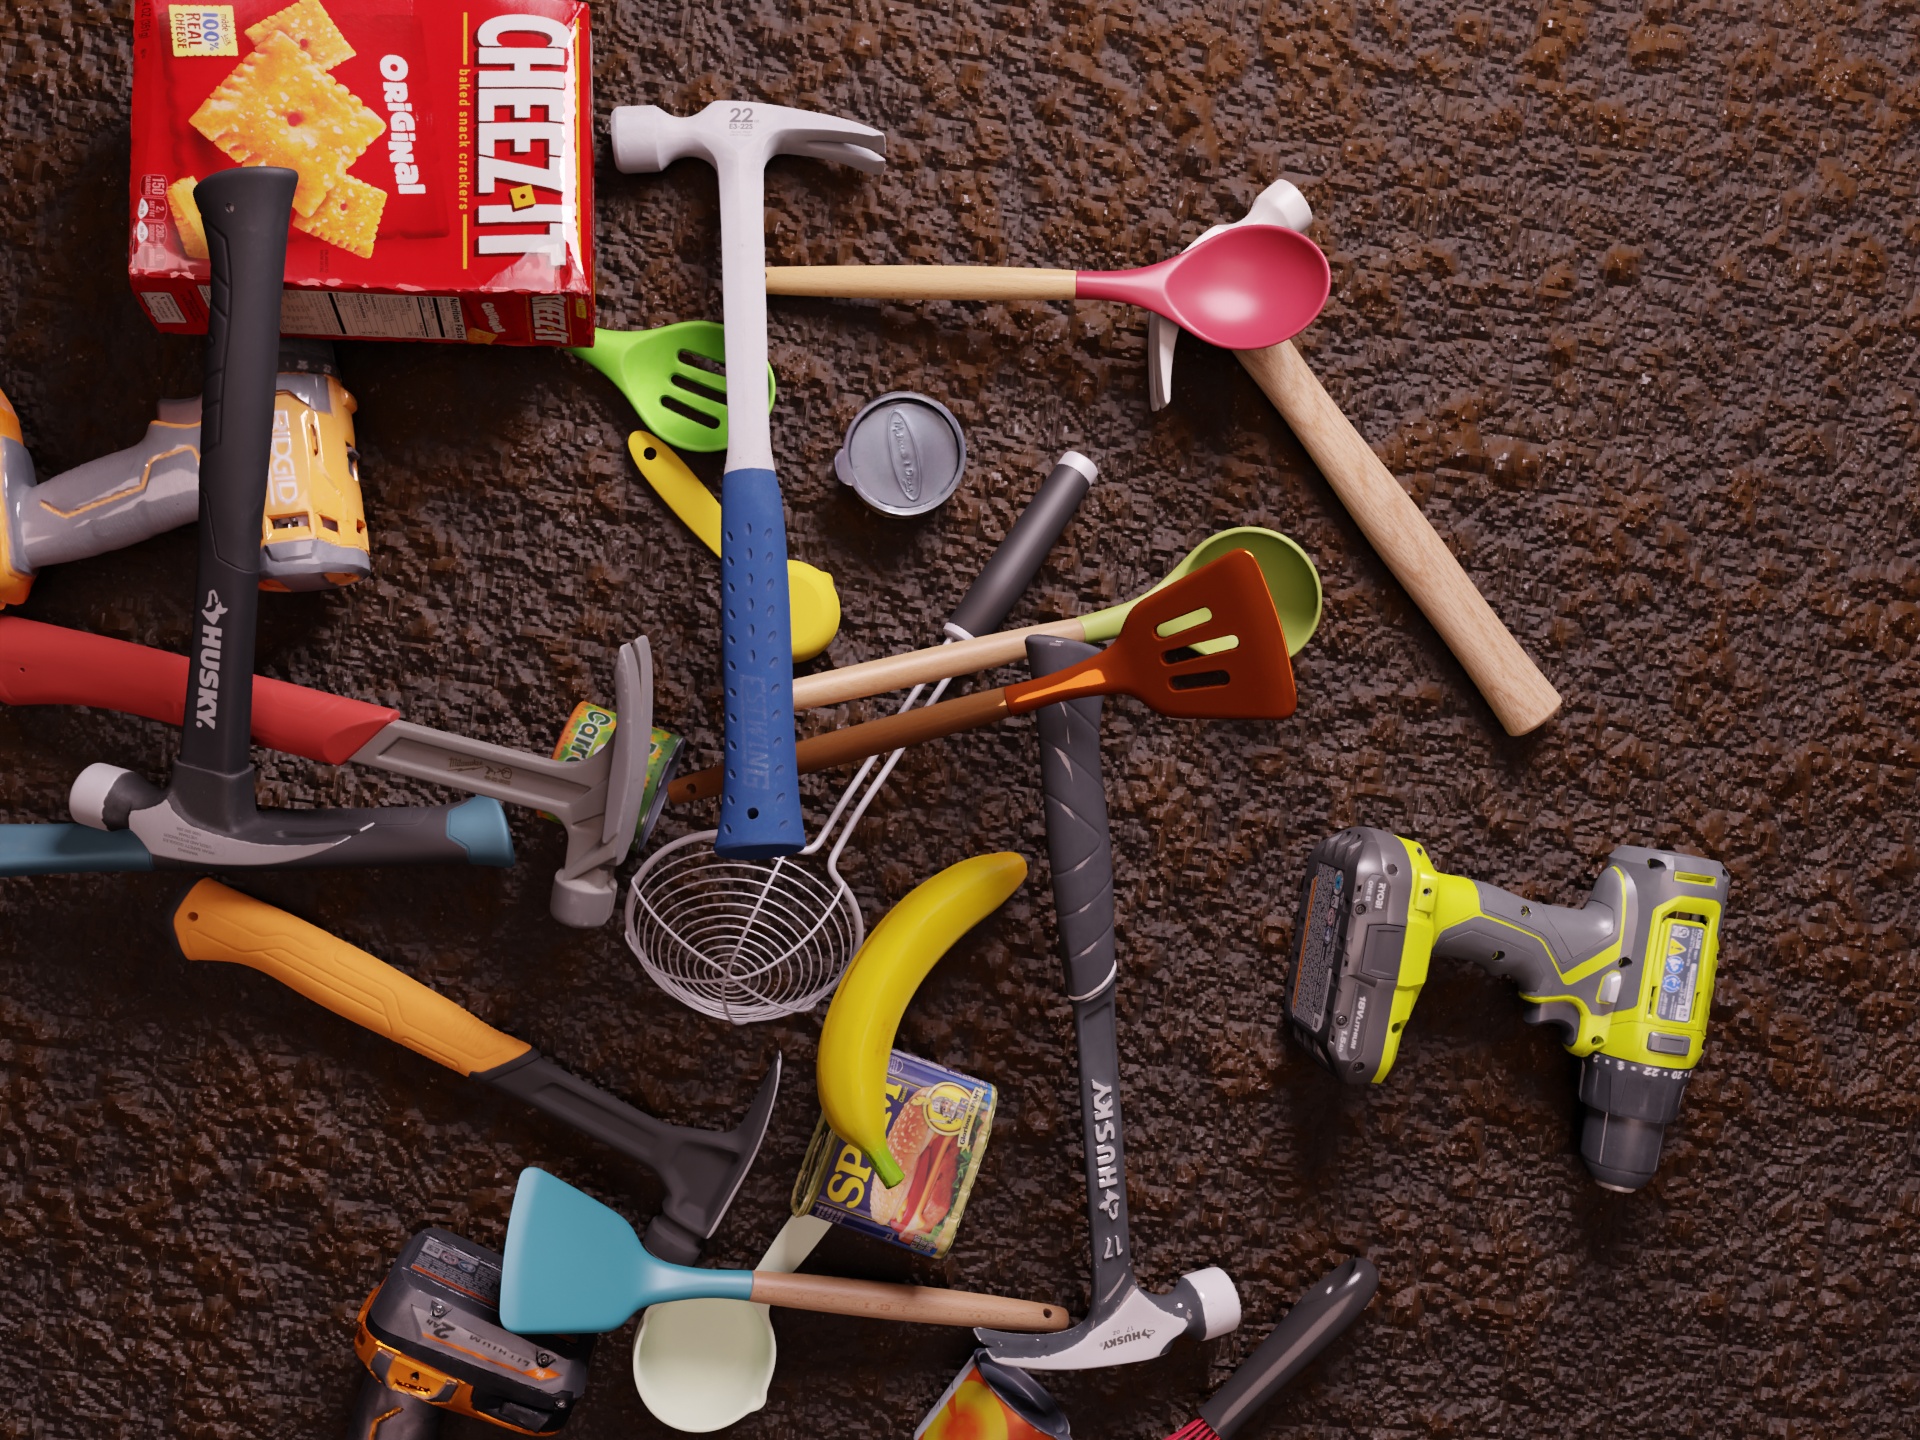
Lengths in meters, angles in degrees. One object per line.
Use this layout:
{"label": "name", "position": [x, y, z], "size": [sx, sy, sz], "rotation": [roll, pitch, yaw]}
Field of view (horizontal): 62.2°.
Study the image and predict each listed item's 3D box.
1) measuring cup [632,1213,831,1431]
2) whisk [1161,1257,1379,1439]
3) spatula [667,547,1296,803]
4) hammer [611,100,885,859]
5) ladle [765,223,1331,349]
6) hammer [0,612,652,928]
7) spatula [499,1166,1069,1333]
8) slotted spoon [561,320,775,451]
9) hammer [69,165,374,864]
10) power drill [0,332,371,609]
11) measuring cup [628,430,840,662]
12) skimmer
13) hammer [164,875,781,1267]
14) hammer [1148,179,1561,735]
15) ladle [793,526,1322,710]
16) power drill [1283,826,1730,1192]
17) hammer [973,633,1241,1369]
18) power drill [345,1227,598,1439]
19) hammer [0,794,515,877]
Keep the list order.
{"label": "measuring cup", "position": [-0.113, 0.310, 0.881], "size": [0.083, 0.038, 0.167], "rotation": [42, 72, -6]}
{"label": "whisk", "position": [0.127, 0.409, 0.888], "size": [0.296, 0.073, 0.073], "rotation": [-42, 95, -7]}
{"label": "spatula", "position": [-0.001, -0.002, 0.773], "size": [0.322, 0.041, 0.081], "rotation": [-15, 94, 15]}
{"label": "hammer", "position": [-0.100, -0.133, 0.796], "size": [0.144, 0.035, 0.406], "rotation": [-3, 74, -3]}
{"label": "ladle", "position": [0.036, -0.232, 0.849], "size": [0.315, 0.031, 0.069], "rotation": [2, 82, 5]}
{"label": "hammer", "position": [-0.332, -0.008, 0.803], "size": [0.359, 0.037, 0.149], "rotation": [14, 106, 7]}
{"label": "spatula", "position": [-0.084, 0.302, 0.847], "size": [0.317, 0.044, 0.082], "rotation": [12, 49, -17]}
{"label": "slotted spoon", "position": [-0.246, -0.223, 0.848], "size": [0.313, 0.031, 0.070], "rotation": [22, 90, -3]}
{"label": "hammer", "position": [-0.338, -0.088, 0.747], "size": [0.146, 0.035, 0.334], "rotation": [14, 106, 7]}
{"label": "power drill", "position": [-0.426, -0.150, 0.811], "size": [0.226, 0.084, 0.185], "rotation": [-7, 87, -8]}
{"label": "measuring cup", "position": [-0.126, -0.096, 0.859], "size": [0.062, 0.029, 0.156], "rotation": [-41, 96, -2]}
{"label": "skimmer", "position": [-0.044, 0.004, 0.870], "size": [0.127, 0.090, 0.363], "rotation": [38, 78, -19]}
{"label": "hammer", "position": [-0.264, 0.167, 0.858], "size": [0.337, 0.034, 0.127], "rotation": [28, 91, -5]}
{"label": "hammer", "position": [0.224, -0.128, 0.885], "size": [0.130, 0.031, 0.331], "rotation": [-38, 95, -2]}
{"label": "ladle", "position": [0.043, -0.040, 0.826], "size": [0.320, 0.062, 0.078], "rotation": [-13, 101, -19]}
{"label": "power drill", "position": [0.304, 0.156, 0.882], "size": [0.228, 0.080, 0.190], "rotation": [9, 91, -7]}
{"label": "hammer", "position": [0.065, 0.155, 0.836], "size": [0.149, 0.036, 0.409], "rotation": [-10, 102, -19]}
{"label": "power drill", "position": [-0.281, 0.406, 0.846], "size": [0.164, 0.084, 0.226], "rotation": [28, 94, -7]}
{"label": "hammer", "position": [-0.402, 0.063, 0.826], "size": [0.331, 0.033, 0.128], "rotation": [-2, 59, -10]}
